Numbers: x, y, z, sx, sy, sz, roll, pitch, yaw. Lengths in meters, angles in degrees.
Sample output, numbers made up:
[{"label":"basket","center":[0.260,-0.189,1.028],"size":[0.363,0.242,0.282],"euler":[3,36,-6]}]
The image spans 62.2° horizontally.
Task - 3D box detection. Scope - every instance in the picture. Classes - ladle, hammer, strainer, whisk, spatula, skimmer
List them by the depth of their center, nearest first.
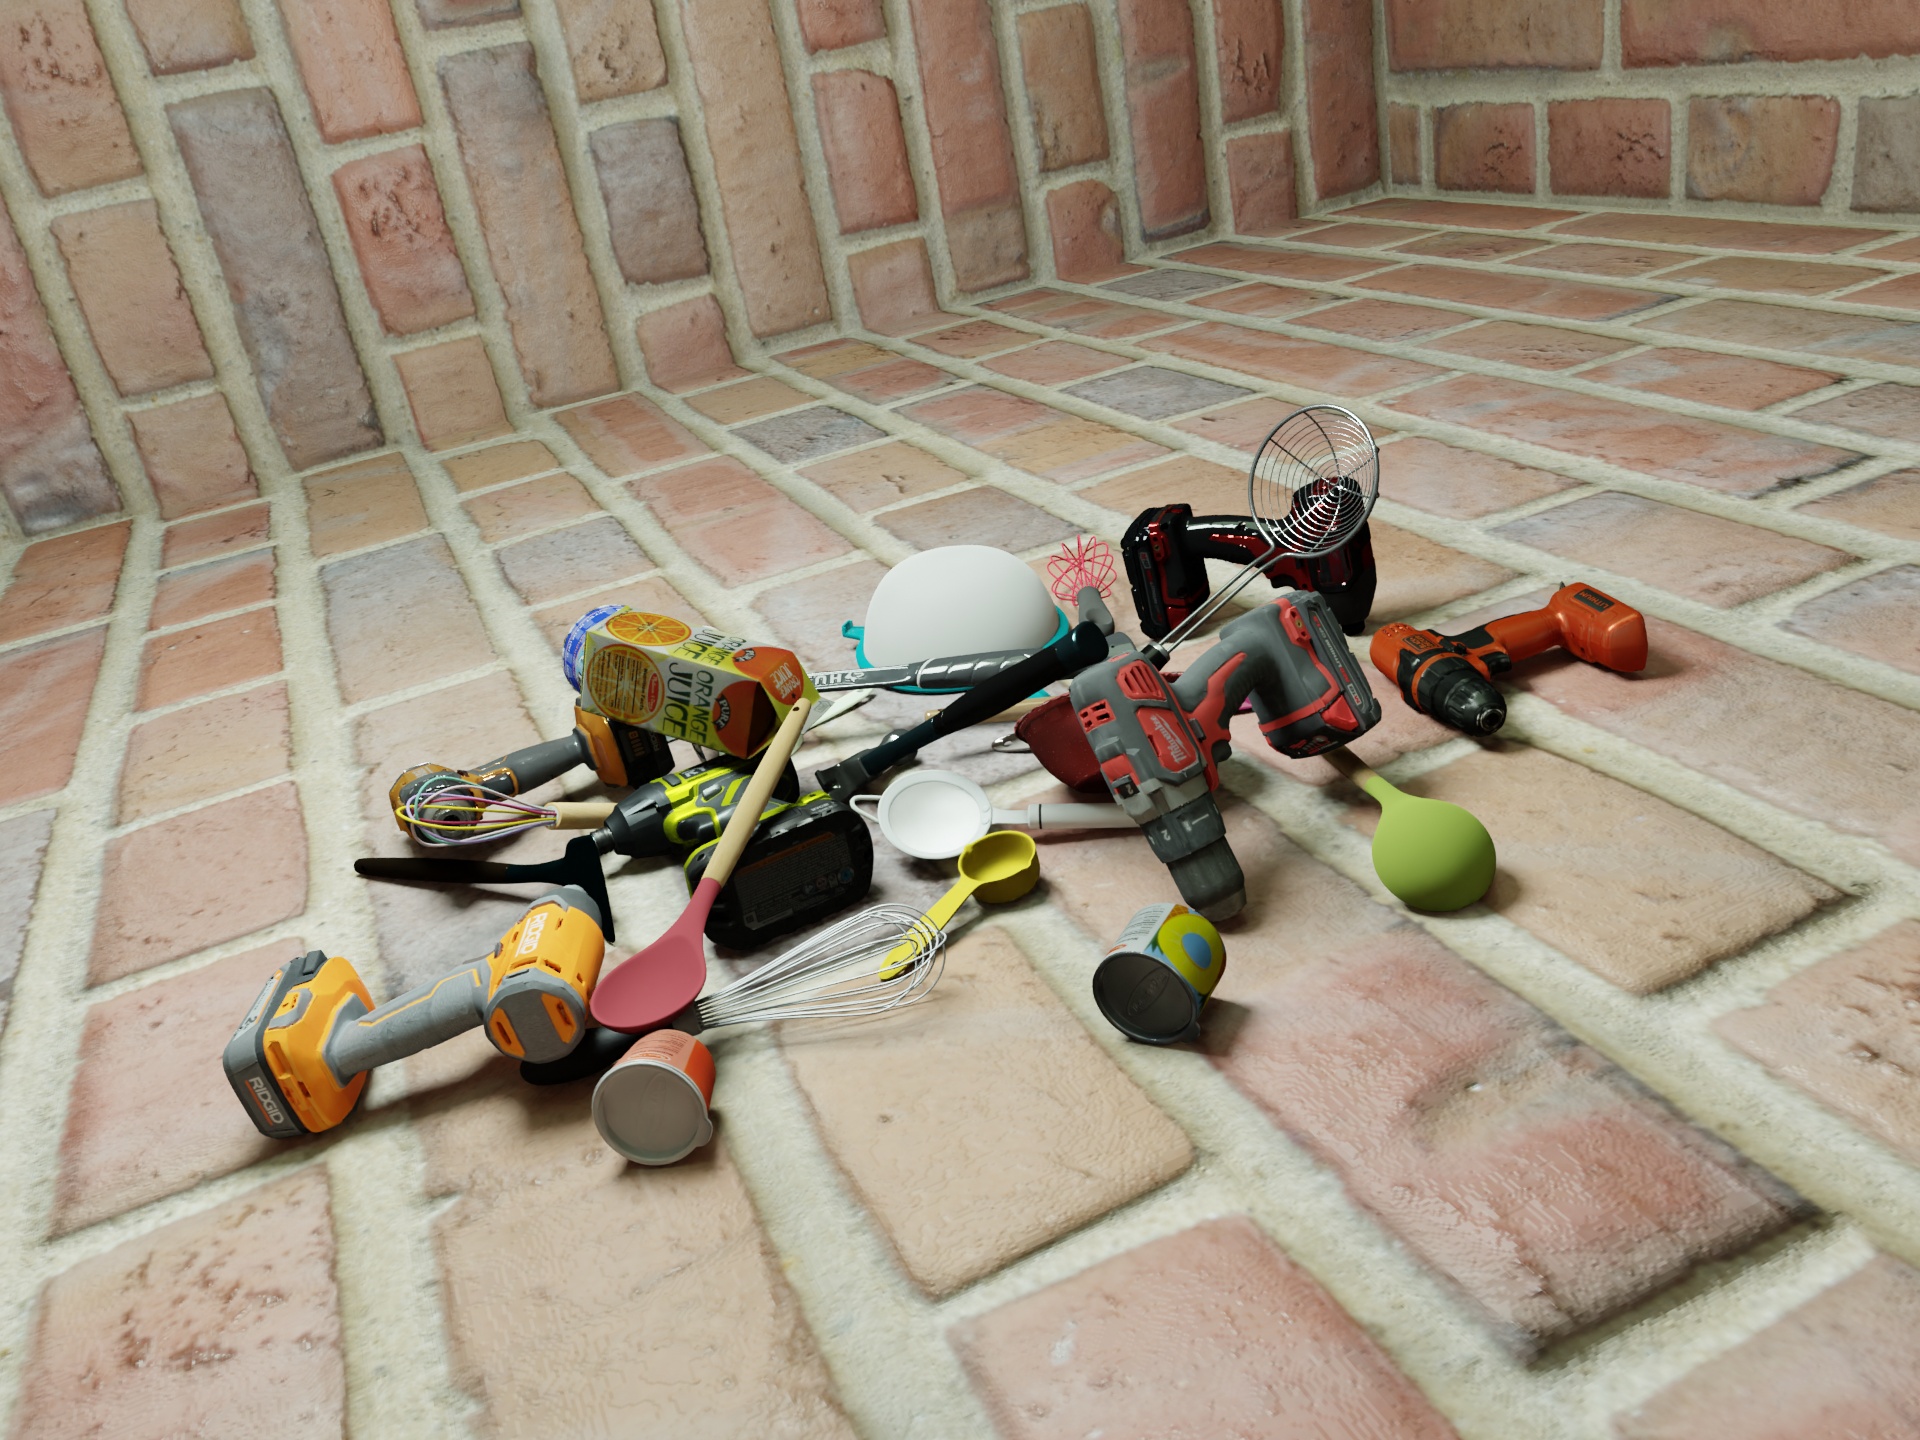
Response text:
[{"label":"whisk","center":[-0.144,0.182,1.018],"size":[0.284,0.070,0.070],"euler":[-18,25,-3]},{"label":"ladle","center":[-0.160,0.091,1.072],"size":[0.069,0.031,0.316],"euler":[4,43,19]},{"label":"ladle","center":[0.292,0.050,1.152],"size":[0.078,0.062,0.320],"euler":[-14,18,-3]},{"label":"strainer","center":[0.048,0.074,1.189],"size":[0.258,0.050,0.087],"euler":[-1,47,6]},{"label":"hammer","center":[-0.002,-0.004,1.199],"size":[0.128,0.033,0.331],"euler":[-30,1,-40]},{"label":"whisk","center":[-0.335,0.072,1.230],"size":[0.047,0.051,0.244],"euler":[-14,-9,27]},{"label":"spatula","center":[-0.378,0.121,1.249],"size":[0.317,0.082,0.044],"euler":[-1,14,32]},{"label":"skimmer","center":[0.200,-0.113,1.306],"size":[0.363,0.090,0.127],"euler":[-42,50,-11]},{"label":"hammer","center":[-0.049,-0.037,1.380],"size":[0.409,0.036,0.149],"euler":[-5,46,7]},{"label":"strainer","center":[0.019,-0.091,1.485],"size":[0.211,0.095,0.341],"euler":[-18,27,-15]},{"label":"whisk","center":[0.122,-0.123,1.524],"size":[0.073,0.073,0.296],"euler":[-9,19,4]}]

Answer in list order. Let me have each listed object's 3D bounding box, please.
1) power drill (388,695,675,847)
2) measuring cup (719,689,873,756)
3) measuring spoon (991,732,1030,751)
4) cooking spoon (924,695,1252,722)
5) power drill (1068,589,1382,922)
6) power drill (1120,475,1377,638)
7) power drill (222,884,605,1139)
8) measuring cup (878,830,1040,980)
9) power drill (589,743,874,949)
[{"label":"power drill","center":[-0.359,0.045,1.331],"size":[0.226,0.084,0.185],"euler":[-21,12,-21]},{"label":"measuring cup","center":[-0.149,-0.010,1.448],"size":[0.167,0.038,0.083],"euler":[-29,30,-31]},{"label":"measuring spoon","center":[0.084,0.018,1.329],"size":[0.124,0.018,0.034],"euler":[-7,44,24]},{"label":"cooking spoon","center":[0.128,-0.017,1.345],"size":[0.319,0.017,0.069],"euler":[-6,23,-6]},{"label":"power drill","center":[0.192,0.019,1.102],"size":[0.226,0.188,0.080],"euler":[-25,-3,-38]},{"label":"power drill","center":[0.269,-0.140,1.454],"size":[0.220,0.143,0.078],"euler":[-4,25,31]},{"label":"power drill","center":[-0.342,0.178,1.043],"size":[0.226,0.084,0.164],"euler":[-17,23,4]},{"label":"measuring cup","center":[-0.001,0.135,1.105],"size":[0.062,0.029,0.156],"euler":[13,45,42]},{"label":"power drill","center":[-0.176,0.089,1.210],"size":[0.171,0.080,0.223],"euler":[-22,23,-23]}]
